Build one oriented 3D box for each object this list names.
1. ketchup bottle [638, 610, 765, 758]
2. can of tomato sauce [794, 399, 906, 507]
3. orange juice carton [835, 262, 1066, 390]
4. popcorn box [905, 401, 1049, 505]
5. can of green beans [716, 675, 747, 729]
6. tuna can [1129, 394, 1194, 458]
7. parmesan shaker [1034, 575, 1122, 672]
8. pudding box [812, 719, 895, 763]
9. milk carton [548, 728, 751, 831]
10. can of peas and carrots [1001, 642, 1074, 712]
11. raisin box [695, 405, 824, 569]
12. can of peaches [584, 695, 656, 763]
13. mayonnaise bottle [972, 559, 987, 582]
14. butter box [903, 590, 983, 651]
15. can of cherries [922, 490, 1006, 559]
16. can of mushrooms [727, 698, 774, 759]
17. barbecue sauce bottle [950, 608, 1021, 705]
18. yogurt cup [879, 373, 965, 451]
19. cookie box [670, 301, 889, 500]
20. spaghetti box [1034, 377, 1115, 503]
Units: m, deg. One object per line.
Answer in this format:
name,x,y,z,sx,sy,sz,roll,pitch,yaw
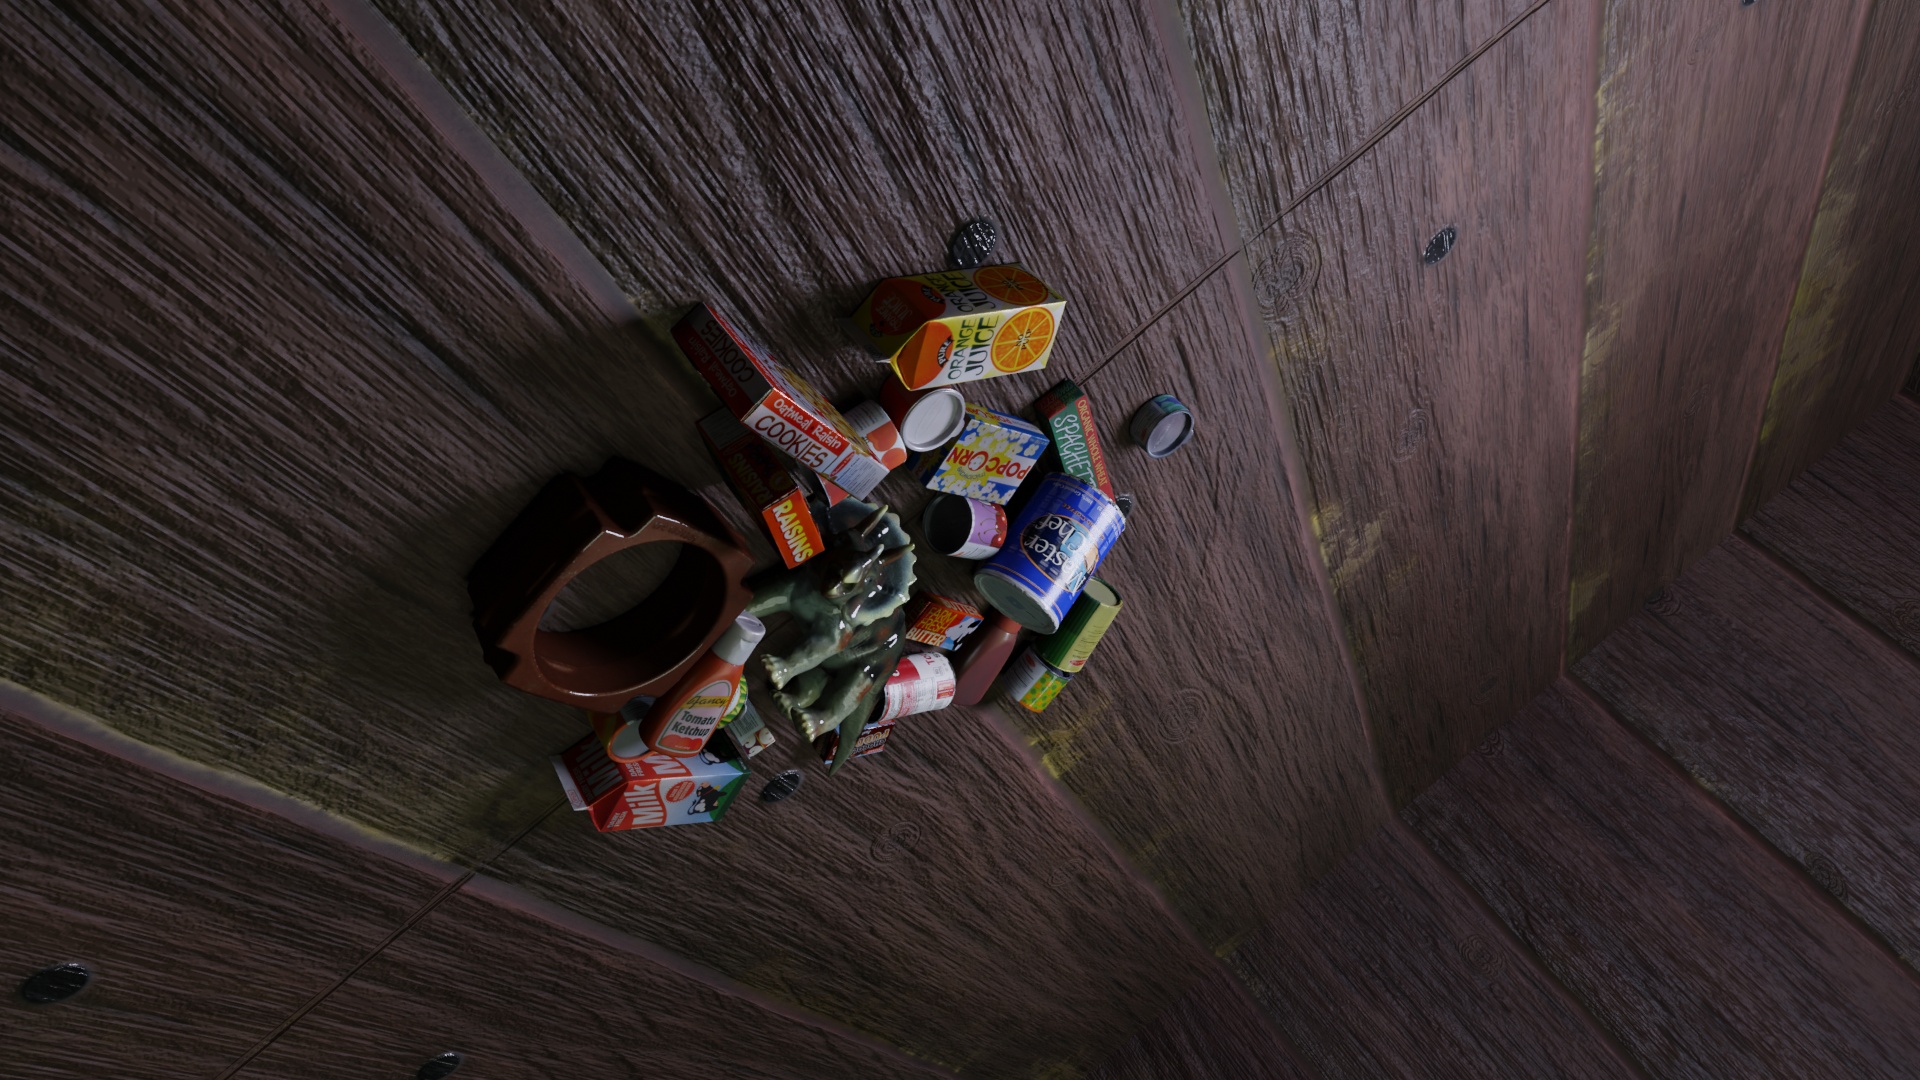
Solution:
ketchup bottle,-0.232,0.130,1.267,0.065,0.044,0.148,20,112,-44
can of tomato sauce,-0.099,-0.077,1.245,0.083,0.071,0.071,-32,145,-13
orange juice carton,-0.010,-0.185,1.207,0.193,0.072,0.072,-14,137,-34
popcorn box,0.019,-0.086,1.373,0.127,0.038,0.085,11,121,-49
can of green beans,-0.249,0.143,1.345,0.071,0.071,0.057,-41,145,0
tuna can,0.223,-0.126,1.529,0.071,0.033,0.070,-25,143,-21
parmesan shaker,0.144,0.098,1.671,0.071,0.071,0.102,3,126,-45
pudding box,-0.121,0.222,1.586,0.084,0.030,0.049,-5,133,-40
milk carton,-0.313,0.236,1.381,0.191,0.072,0.073,7,124,-47
can of peas and carrots,0.095,0.168,1.699,0.058,0.071,0.071,-51,144,15
raisin box,-0.167,-0.046,1.165,0.040,0.124,0.085,-32,144,-12
can of peaches,-0.316,0.171,1.320,0.071,0.058,0.070,-25,142,-22
mayonnaise bottle,0.079,0.040,1.567,0.148,0.041,0.064,14,113,-51
butter box,-0.024,0.090,1.538,0.053,0.024,0.103,-50,144,14
can of cherries,0.005,-0.018,1.414,0.058,0.072,0.071,10,121,-49
can of mushrooms,-0.221,0.188,1.423,0.033,0.071,0.070,-34,145,-11
barbecue sauce bottle,0.032,0.125,1.614,0.065,0.044,0.148,7,123,-47
yogurt cup,-0.037,-0.123,1.265,0.072,0.054,0.072,-25,142,-21
cookie box,-0.144,-0.109,1.118,0.040,0.123,0.167,-46,145,6
spaghetti box,0.128,-0.078,1.494,0.050,0.029,0.249,-36,145,-8
